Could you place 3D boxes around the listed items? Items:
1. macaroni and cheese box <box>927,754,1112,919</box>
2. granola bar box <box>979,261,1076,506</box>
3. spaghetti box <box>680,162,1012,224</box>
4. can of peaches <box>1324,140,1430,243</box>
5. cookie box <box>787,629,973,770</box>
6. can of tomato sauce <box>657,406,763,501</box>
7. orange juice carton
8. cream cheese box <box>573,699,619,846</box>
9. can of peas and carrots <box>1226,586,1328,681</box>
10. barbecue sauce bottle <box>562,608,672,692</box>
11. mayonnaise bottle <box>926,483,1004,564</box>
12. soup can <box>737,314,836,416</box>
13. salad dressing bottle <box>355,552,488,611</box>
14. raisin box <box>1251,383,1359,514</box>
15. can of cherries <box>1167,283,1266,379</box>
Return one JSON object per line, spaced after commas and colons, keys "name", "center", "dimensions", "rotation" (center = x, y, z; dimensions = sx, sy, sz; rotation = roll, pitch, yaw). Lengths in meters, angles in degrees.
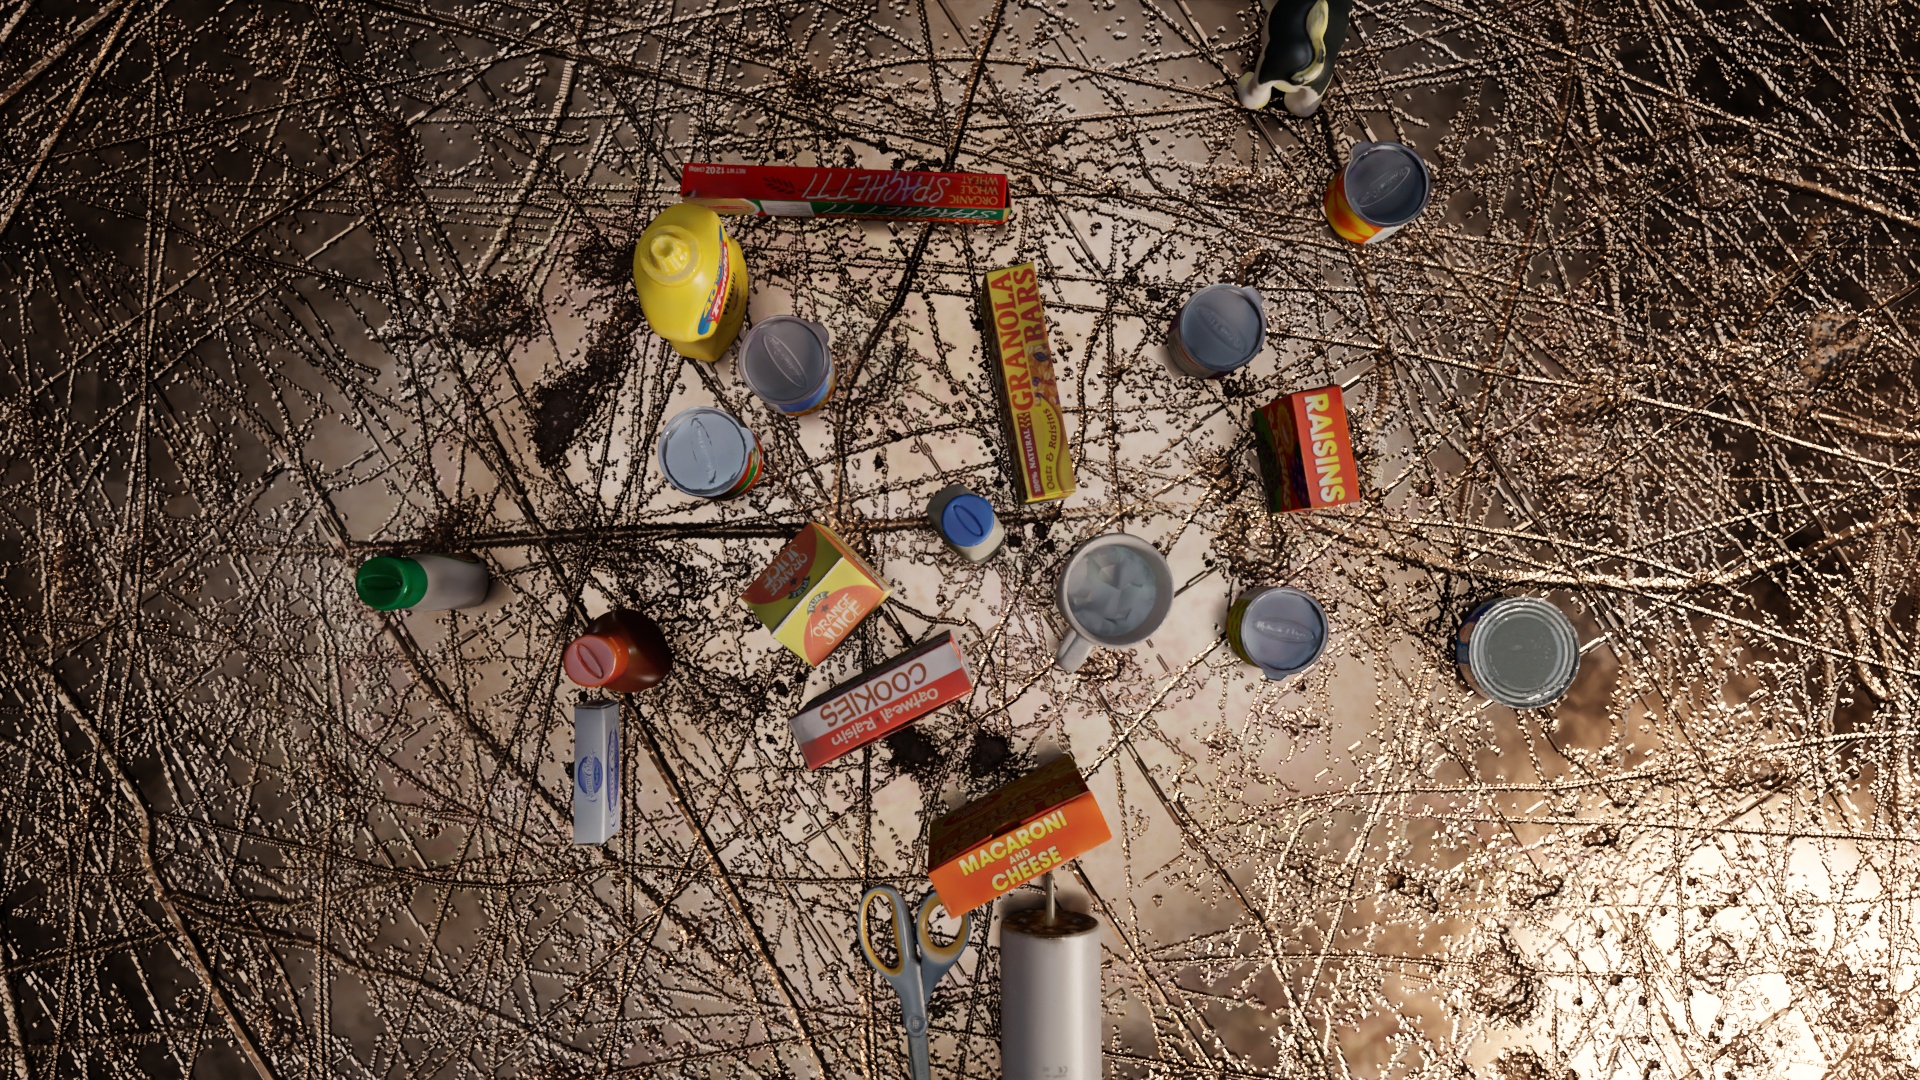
{"name": "macaroni and cheese box", "center": [0.038, 0.208, 0.998], "dimensions": [0.124, 0.166, 0.040], "rotation": [-26, 89, -1]}
{"name": "granola bar box", "center": [0.048, -0.110, 1.029], "dimensions": [0.039, 0.124, 0.165], "rotation": [-11, 89, -1]}
{"name": "spaghetti box", "center": [-0.086, -0.266, 1.069], "dimensions": [0.250, 0.050, 0.028], "rotation": [2, 89, -1]}
{"name": "can of peaches", "center": [0.319, -0.269, 1.070], "dimensions": [0.071, 0.058, 0.071], "rotation": [0, 89, -1]}
{"name": "cookie box", "center": [-0.053, 0.112, 1.000], "dimensions": [0.123, 0.167, 0.040], "rotation": [-27, 89, -1]}
{"name": "can of tomato sauce", "center": [-0.185, -0.065, 1.046], "dimensions": [0.071, 0.083, 0.071], "rotation": [0, 89, -1]}
{"name": "orange juice carton", "center": [-0.100, 0.037, 0.989], "dimensions": [0.073, 0.192, 0.072], "rotation": [44, 89, 0]}
{"name": "cream cheese box", "center": [-0.275, 0.174, 1.052], "dimensions": [0.024, 0.053, 0.103], "rotation": [0, 88, -1]}
{"name": "can of peas and carrots", "center": [0.240, 0.070, 1.059], "dimensions": [0.071, 0.058, 0.071], "rotation": [0, 89, -1]}
{"name": "barbecue sauce bottle", "center": [-0.250, 0.082, 1.008], "dimensions": [0.044, 0.148, 0.065], "rotation": [-36, 89, -1]}
{"name": "mayonnaise bottle", "center": [0.004, -0.013, 1.014], "dimensions": [0.041, 0.148, 0.065], "rotation": [-43, 90, -1]}
{"name": "soup can", "center": [-0.126, -0.132, 1.048], "dimensions": [0.071, 0.084, 0.071], "rotation": [0, 89, -1]}
{"name": "salad dressing bottle", "center": [-0.390, 0.030, 1.008], "dimensions": [0.064, 0.147, 0.044], "rotation": [3, 89, 0]}
{"name": "raisin box", "center": [0.255, -0.064, 1.031], "dimensions": [0.040, 0.123, 0.086], "rotation": [-9, 89, -1]}
{"name": "can of cherries", "center": [0.198, -0.160, 1.065], "dimensions": [0.071, 0.058, 0.071], "rotation": [0, 89, -1]}
